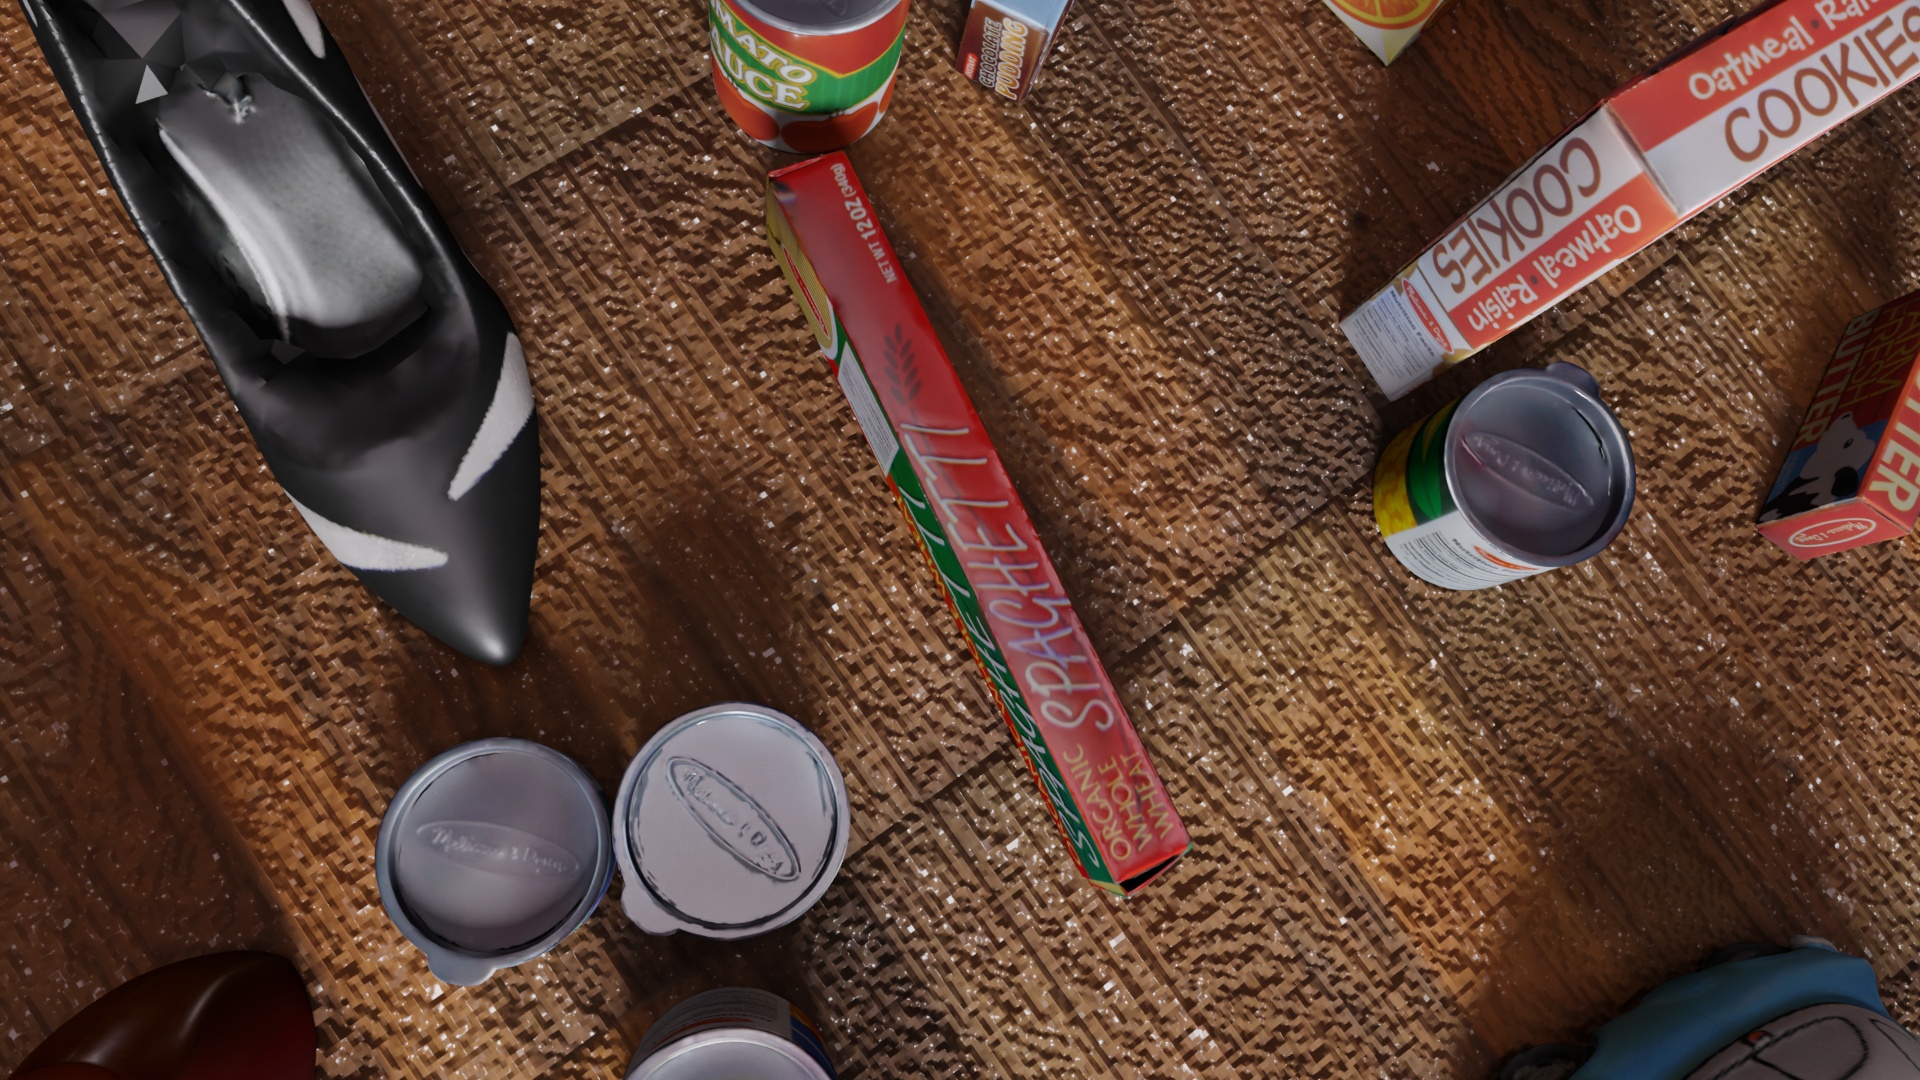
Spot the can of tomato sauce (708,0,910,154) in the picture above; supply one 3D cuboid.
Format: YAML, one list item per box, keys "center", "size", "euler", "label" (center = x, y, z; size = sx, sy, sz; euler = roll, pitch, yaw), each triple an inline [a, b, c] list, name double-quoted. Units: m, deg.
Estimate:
- center: [-0.052, -0.174, 0.458]
  size: [0.071, 0.083, 0.071]
  euler: [2, 79, -8]
  label: "can of tomato sauce"

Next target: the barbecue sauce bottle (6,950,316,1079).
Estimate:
- center: [-0.202, 0.140, 0.340]
  size: [0.044, 0.148, 0.065]
  euler: [-3, 80, -9]
  label: "barbecue sauce bottle"

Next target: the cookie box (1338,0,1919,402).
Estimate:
- center: [0.209, -0.112, 0.440]
  size: [0.123, 0.167, 0.040]
  euler: [-31, 85, -13]
  label: "cookie box"

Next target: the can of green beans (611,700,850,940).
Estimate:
- center: [-0.068, 0.083, 0.417]
  size: [0.071, 0.057, 0.071]
  euler: [2, 79, -8]
  label: "can of green beans"

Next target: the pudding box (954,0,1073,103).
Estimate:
- center: [0.030, -0.206, 0.493]
  size: [0.030, 0.049, 0.084]
  euler: [25, 77, -3]
  label: "pudding box"

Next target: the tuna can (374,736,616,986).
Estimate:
- center: [-0.138, 0.095, 0.417]
  size: [0.071, 0.032, 0.071]
  euler: [2, 79, -8]
  label: "tuna can"

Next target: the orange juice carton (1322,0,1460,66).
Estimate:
- center: [0.177, -0.247, 0.450]
  size: [0.072, 0.192, 0.073]
  euler: [-43, 88, -13]
  label: "orange juice carton"

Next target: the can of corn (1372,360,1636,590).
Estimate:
- center: [0.184, -0.021, 0.475]
  size: [0.071, 0.058, 0.071]
  euler: [2, 79, -8]
  label: "can of corn"

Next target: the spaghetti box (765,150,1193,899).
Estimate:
- center: [0.002, -0.006, 0.449]
  size: [0.029, 0.050, 0.250]
  euler: [-25, 83, -12]
  label: "spaghetti box"

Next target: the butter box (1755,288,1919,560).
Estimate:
- center: [0.334, -0.045, 0.504]
  size: [0.024, 0.053, 0.104]
  euler: [33, 76, -1]
  label: "butter box"

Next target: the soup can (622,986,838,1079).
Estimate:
- center: [-0.064, 0.166, 0.388]
  size: [0.071, 0.083, 0.071]
  euler: [2, 79, -8]
  label: "soup can"
